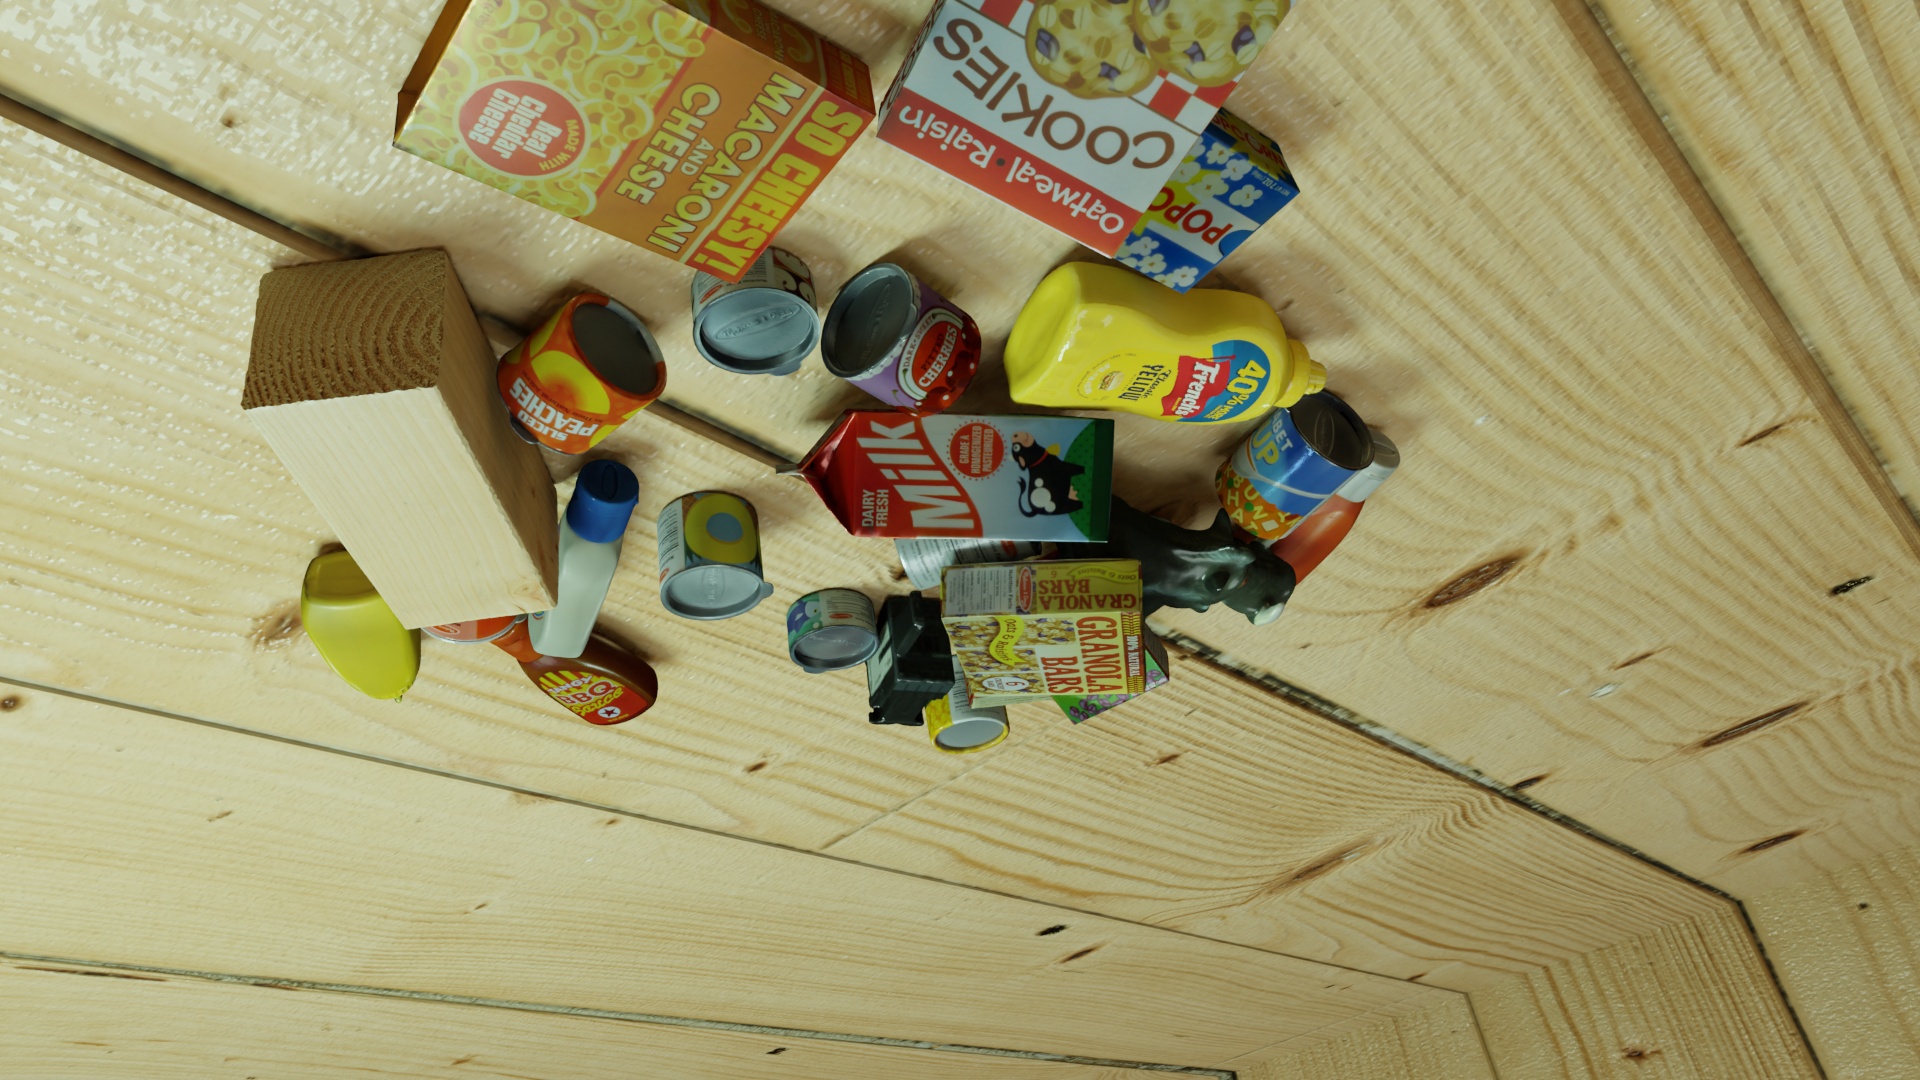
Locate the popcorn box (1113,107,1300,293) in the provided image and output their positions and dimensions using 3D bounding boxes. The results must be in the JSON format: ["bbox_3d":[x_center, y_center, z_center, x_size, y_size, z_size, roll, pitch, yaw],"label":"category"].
[{"bbox_3d":[0.093,-0.182,0.690,0.127,0.038,0.085,18,136,-36],"label":"popcorn box"}]

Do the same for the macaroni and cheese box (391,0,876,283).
[{"bbox_3d":[-0.140,-0.191,0.604,0.166,0.040,0.123,18,137,-36],"label":"macaroni and cheese box"}]

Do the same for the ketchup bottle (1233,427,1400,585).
[{"bbox_3d":[0.249,-0.020,0.978,0.065,0.044,0.148,13,140,-20],"label":"ketchup bottle"}]

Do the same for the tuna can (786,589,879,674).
[{"bbox_3d":[-0.095,0.067,1.018,0.071,0.033,0.070,-8,147,-5],"label":"tuna can"}]

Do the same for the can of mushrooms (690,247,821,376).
[{"bbox_3d":[-0.107,-0.119,0.730,0.071,0.033,0.070,-8,147,-5],"label":"can of mushrooms"}]

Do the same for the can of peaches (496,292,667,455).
[{"bbox_3d":[-0.196,-0.085,0.721,0.058,0.071,0.071,-31,142,26],"label":"can of peaches"}]

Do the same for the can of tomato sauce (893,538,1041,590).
[{"bbox_3d":[0.003,-0.011,0.900,0.083,0.071,0.071,-17,146,11],"label":"can of tomato sauce"}]

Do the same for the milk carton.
[{"bbox_3d":[-0.012,-0.039,0.811,0.191,0.073,0.072,1,-174,-8],"label":"milk carton"}]

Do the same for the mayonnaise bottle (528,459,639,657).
[{"bbox_3d":[-0.235,0.010,0.865,0.041,0.065,0.147,10,138,-23],"label":"mayonnaise bottle"}]

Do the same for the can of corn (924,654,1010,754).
[{"bbox_3d":[0.003,0.134,1.126,0.071,0.058,0.070,-8,147,-5],"label":"can of corn"}]

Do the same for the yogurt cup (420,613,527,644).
[{"bbox_3d":[-0.305,0.022,0.860,0.072,0.073,0.053,3,136,-21],"label":"yogurt cup"}]

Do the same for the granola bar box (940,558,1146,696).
[{"bbox_3d":[0.060,0.061,0.921,0.124,0.039,0.165,-2,157,7],"label":"granola bar box"}]

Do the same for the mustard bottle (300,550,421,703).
[{"bbox_3d":[-0.387,0.065,0.913,0.065,0.049,0.159,-2,147,-13],"label":"mustard bottle"}]

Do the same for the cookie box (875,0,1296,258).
[{"bbox_3d":[0.055,-0.215,0.582,0.123,0.040,0.166,24,130,-16],"label":"cookie box"}]

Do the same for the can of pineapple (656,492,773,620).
[{"bbox_3d":[-0.158,0.011,0.890,0.071,0.058,0.070,-8,147,-5],"label":"can of pineapple"}]

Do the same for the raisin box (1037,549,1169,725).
[{"bbox_3d":[0.087,0.068,1.022,0.086,0.040,0.123,-28,117,21],"label":"raisin box"}]

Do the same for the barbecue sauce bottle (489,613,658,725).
[{"bbox_3d":[-0.278,0.084,0.979,0.065,0.044,0.148,-19,146,13],"label":"barbecue sauce bottle"}]

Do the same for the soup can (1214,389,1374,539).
[{"bbox_3d":[0.213,-0.051,0.902,0.071,0.071,0.083,9,142,-28],"label":"soup can"}]

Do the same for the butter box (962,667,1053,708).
[{"bbox_3d":[0.054,0.099,1.093,0.103,0.053,0.024,-6,149,-7],"label":"butter box"}]

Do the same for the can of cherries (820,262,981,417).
[{"bbox_3d":[-0.030,-0.105,0.741,0.071,0.072,0.058,-31,142,28],"label":"can of cherries"}]
